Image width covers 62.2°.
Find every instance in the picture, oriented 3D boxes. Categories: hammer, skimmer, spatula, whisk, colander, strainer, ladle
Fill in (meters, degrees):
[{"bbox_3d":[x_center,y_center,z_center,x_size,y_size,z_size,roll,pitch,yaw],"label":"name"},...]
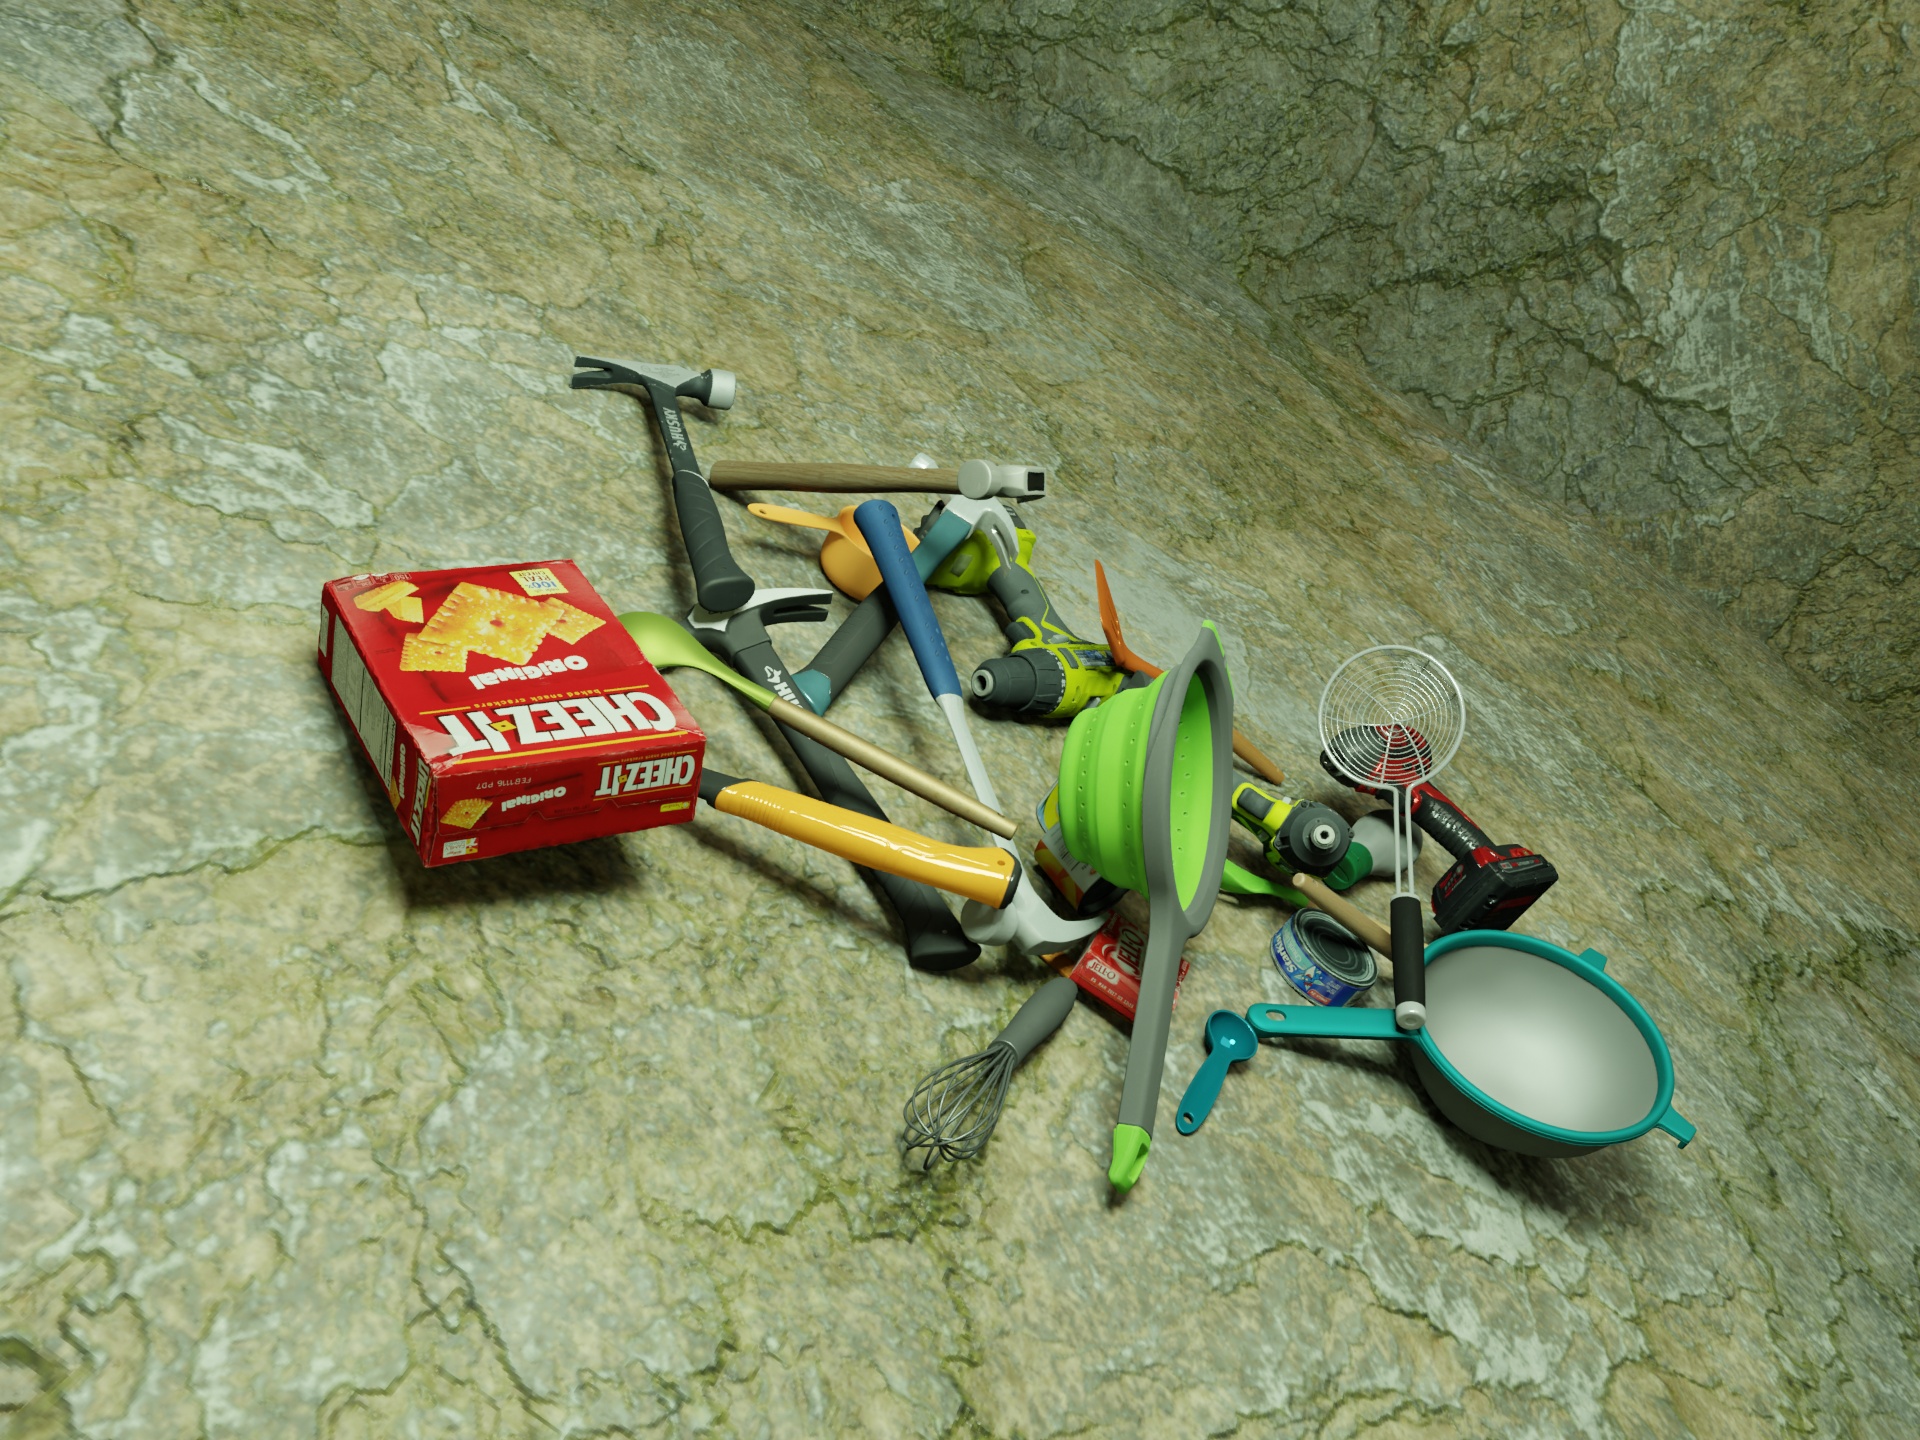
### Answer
[{"bbox_3d":[-0.086,0.037,1.129,0.146,0.035,0.335,-23,63,-29],"label":"hammer"},{"bbox_3d":[0.358,0.085,1.309,0.364,0.127,0.090,-75,149,-47],"label":"skimmer"},{"bbox_3d":[-0.228,-0.204,1.298,0.149,0.036,0.409,6,33,-22],"label":"hammer"},{"bbox_3d":[-0.054,-0.105,1.309,0.128,0.033,0.331,32,46,4],"label":"hammer"},{"bbox_3d":[0.207,-0.026,1.436,0.322,0.041,0.081,36,37,-34],"label":"spatula"},{"bbox_3d":[0.027,0.216,1.011,0.055,0.055,0.239,40,26,10],"label":"whisk"},{"bbox_3d":[0.109,0.118,1.085,0.094,0.204,0.397,2,59,21],"label":"colander"},{"bbox_3d":[-0.002,-0.004,1.192,0.144,0.035,0.406,19,41,-47],"label":"hammer"},{"bbox_3d":[0.378,0.192,1.332,0.317,0.044,0.082,34,38,-35],"label":"spatula"},{"bbox_3d":[-0.124,0.058,1.020,0.337,0.034,0.127,18,31,0],"label":"hammer"},{"bbox_3d":[0.378,0.267,1.248,0.340,0.095,0.211,4,38,-9],"label":"strainer"},{"bbox_3d":[-0.110,0.012,1.083,0.320,0.062,0.078,28,14,5],"label":"ladle"},{"bbox_3d":[-0.075,-0.201,1.320,0.331,0.031,0.130,7,9,35],"label":"hammer"}]

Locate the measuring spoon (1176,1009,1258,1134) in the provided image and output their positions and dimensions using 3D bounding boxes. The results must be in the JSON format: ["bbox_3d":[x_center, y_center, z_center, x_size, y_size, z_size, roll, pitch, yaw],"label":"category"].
[{"bbox_3d":[0.175,0.254,1.129,0.042,0.021,0.129,37,40,6],"label":"measuring spoon"}]

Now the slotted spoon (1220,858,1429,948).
[{"bbox_3d":[0.316,0.166,1.372,0.313,0.031,0.070,24,14,-21],"label":"slotted spoon"}]

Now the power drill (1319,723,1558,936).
[{"bbox_3d":[0.424,0.090,1.451,0.143,0.078,0.220,0,44,-44],"label":"power drill"}]

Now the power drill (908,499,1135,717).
[{"bbox_3d":[0.042,-0.093,1.427,0.190,0.080,0.229,-3,49,-46],"label":"power drill"}]

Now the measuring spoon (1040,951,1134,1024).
[{"bbox_3d":[0.100,0.191,1.142,0.117,0.011,0.021,37,30,5],"label":"measuring spoon"}]

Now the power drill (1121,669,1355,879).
[{"bbox_3d":[0.220,0.053,1.324,0.223,0.080,0.171,33,-3,8],"label":"power drill"}]

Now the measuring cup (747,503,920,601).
[{"bbox_3d":[-0.115,-0.148,1.378,0.173,0.052,0.095,10,38,-32],"label":"measuring cup"}]
